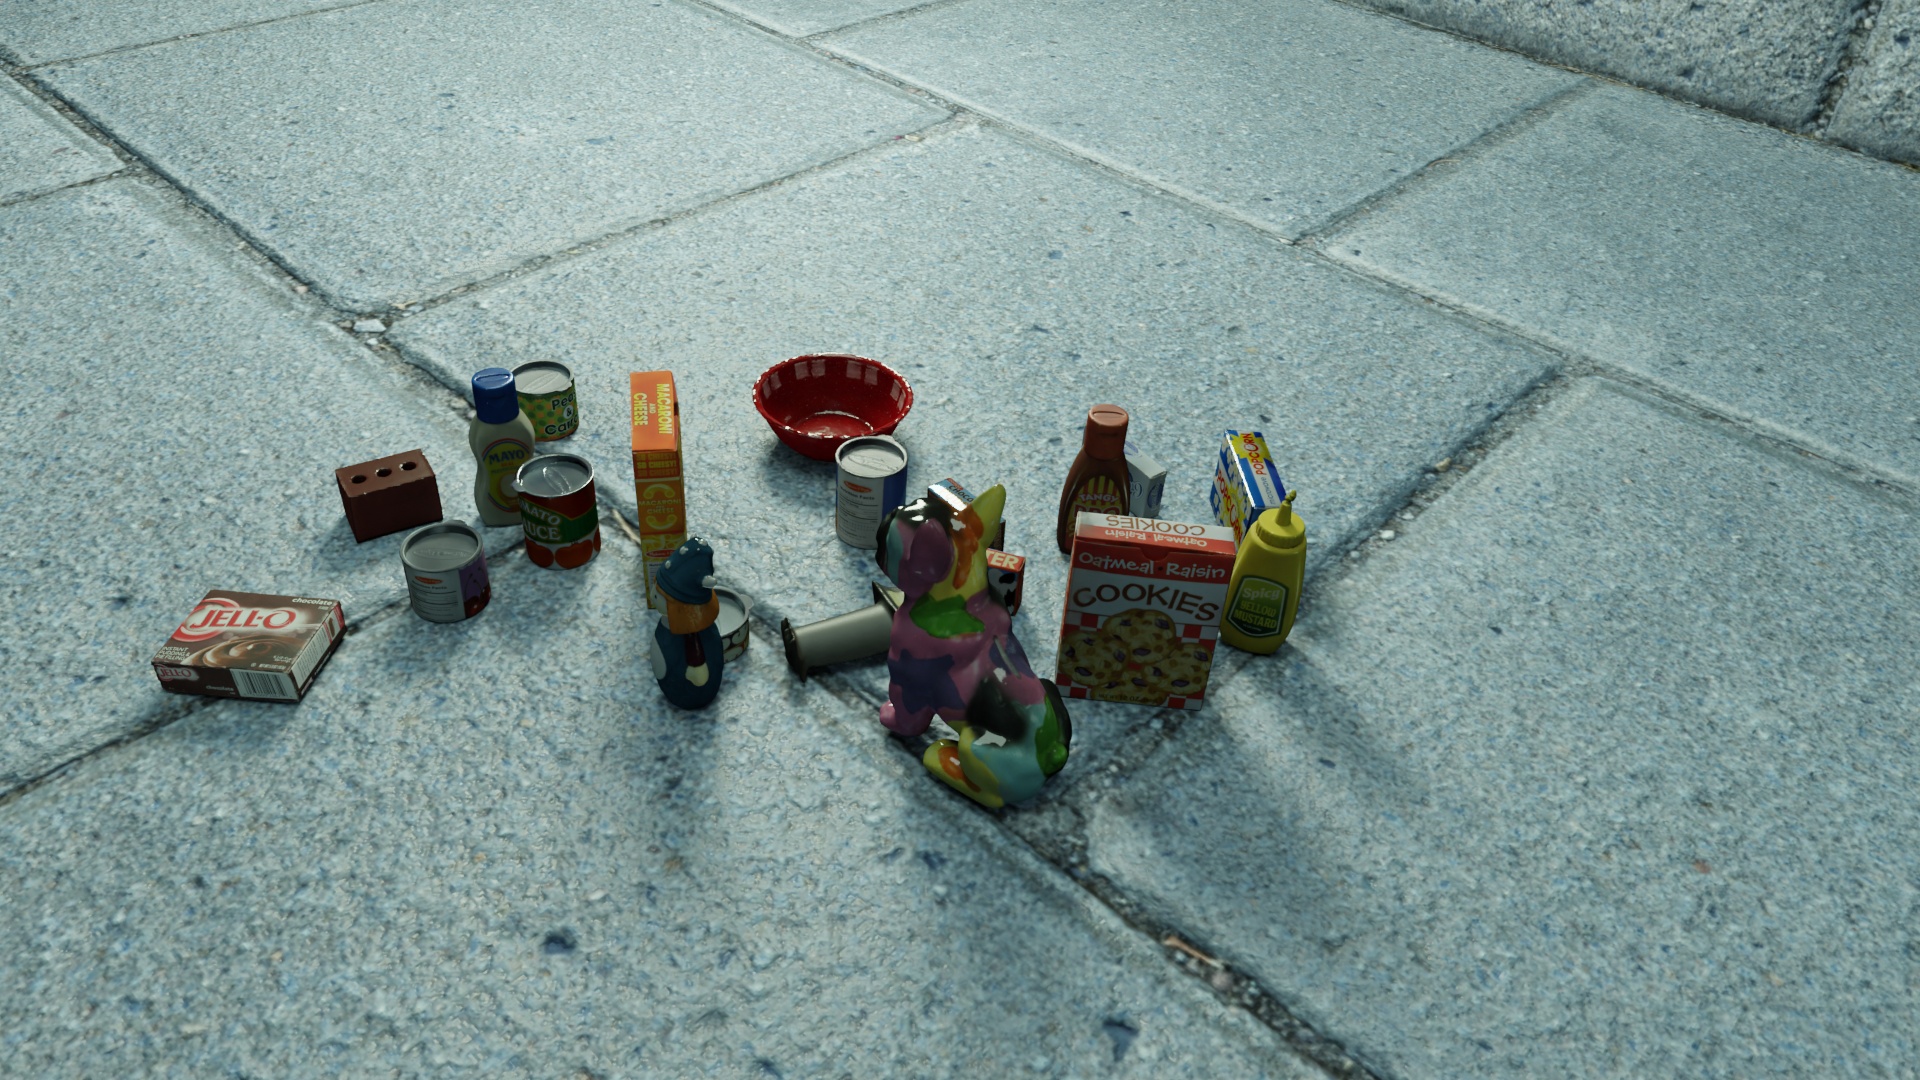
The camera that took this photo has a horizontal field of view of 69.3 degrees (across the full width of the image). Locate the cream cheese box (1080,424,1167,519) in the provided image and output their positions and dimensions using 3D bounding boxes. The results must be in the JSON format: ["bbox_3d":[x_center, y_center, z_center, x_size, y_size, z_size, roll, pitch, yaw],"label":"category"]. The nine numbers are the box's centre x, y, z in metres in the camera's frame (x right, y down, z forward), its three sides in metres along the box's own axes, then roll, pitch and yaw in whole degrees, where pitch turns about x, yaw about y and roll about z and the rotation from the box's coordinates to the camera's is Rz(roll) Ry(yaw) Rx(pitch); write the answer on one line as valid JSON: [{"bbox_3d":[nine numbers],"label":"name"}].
[{"bbox_3d":[0.159,-0.070,1.364,0.024,0.053,0.104,-20,44,-28],"label":"cream cheese box"}]

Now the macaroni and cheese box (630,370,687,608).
[{"bbox_3d":[-0.258,-0.044,1.197,0.040,0.165,0.124,-4,39,-11],"label":"macaroni and cheese box"}]

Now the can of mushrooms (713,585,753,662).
[{"bbox_3d":[-0.207,0.071,1.163,0.071,0.033,0.071,3,38,-2],"label":"can of mushrooms"}]

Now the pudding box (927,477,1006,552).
[{"bbox_3d":[0.005,-0.016,1.283,0.030,0.049,0.084,-24,46,-32],"label":"pudding box"}]

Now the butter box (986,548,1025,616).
[{"bbox_3d":[0.004,0.029,1.222,0.103,0.052,0.024,14,39,12],"label":"butter box"}]

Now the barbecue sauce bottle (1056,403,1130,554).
[{"bbox_3d":[0.125,-0.053,1.263,0.065,0.147,0.044,3,38,-1],"label":"barbecue sauce bottle"}]

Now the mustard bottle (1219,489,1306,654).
[{"bbox_3d":[0.259,0.023,1.170,0.065,0.159,0.049,14,39,12],"label":"mustard bottle"}]

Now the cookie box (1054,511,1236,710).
[{"bbox_3d":[0.144,0.059,1.106,0.123,0.166,0.040,6,38,2],"label":"cookie box"}]

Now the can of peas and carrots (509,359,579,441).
[{"bbox_3d":[-0.416,-0.140,1.390,0.071,0.058,0.071,3,38,-2],"label":"can of peas and carrots"}]

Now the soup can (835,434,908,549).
[{"bbox_3d":[-0.081,-0.045,1.284,0.071,0.083,0.072,3,38,-2],"label":"soup can"}]

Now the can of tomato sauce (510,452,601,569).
[{"bbox_3d":[-0.357,-0.025,1.229,0.071,0.082,0.071,3,38,-2],"label":"can of tomato sauce"}]

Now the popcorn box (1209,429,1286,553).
[{"bbox_3d":[0.271,-0.034,1.306,0.038,0.084,0.127,1,38,-5],"label":"popcorn box"}]

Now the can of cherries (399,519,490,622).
[{"bbox_3d":[-0.434,0.026,1.177,0.071,0.058,0.072,3,38,-2],"label":"can of cherries"}]

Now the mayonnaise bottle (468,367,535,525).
[{"bbox_3d":[-0.410,-0.083,1.246,0.065,0.147,0.041,-12,41,-20],"label":"mayonnaise bottle"}]
